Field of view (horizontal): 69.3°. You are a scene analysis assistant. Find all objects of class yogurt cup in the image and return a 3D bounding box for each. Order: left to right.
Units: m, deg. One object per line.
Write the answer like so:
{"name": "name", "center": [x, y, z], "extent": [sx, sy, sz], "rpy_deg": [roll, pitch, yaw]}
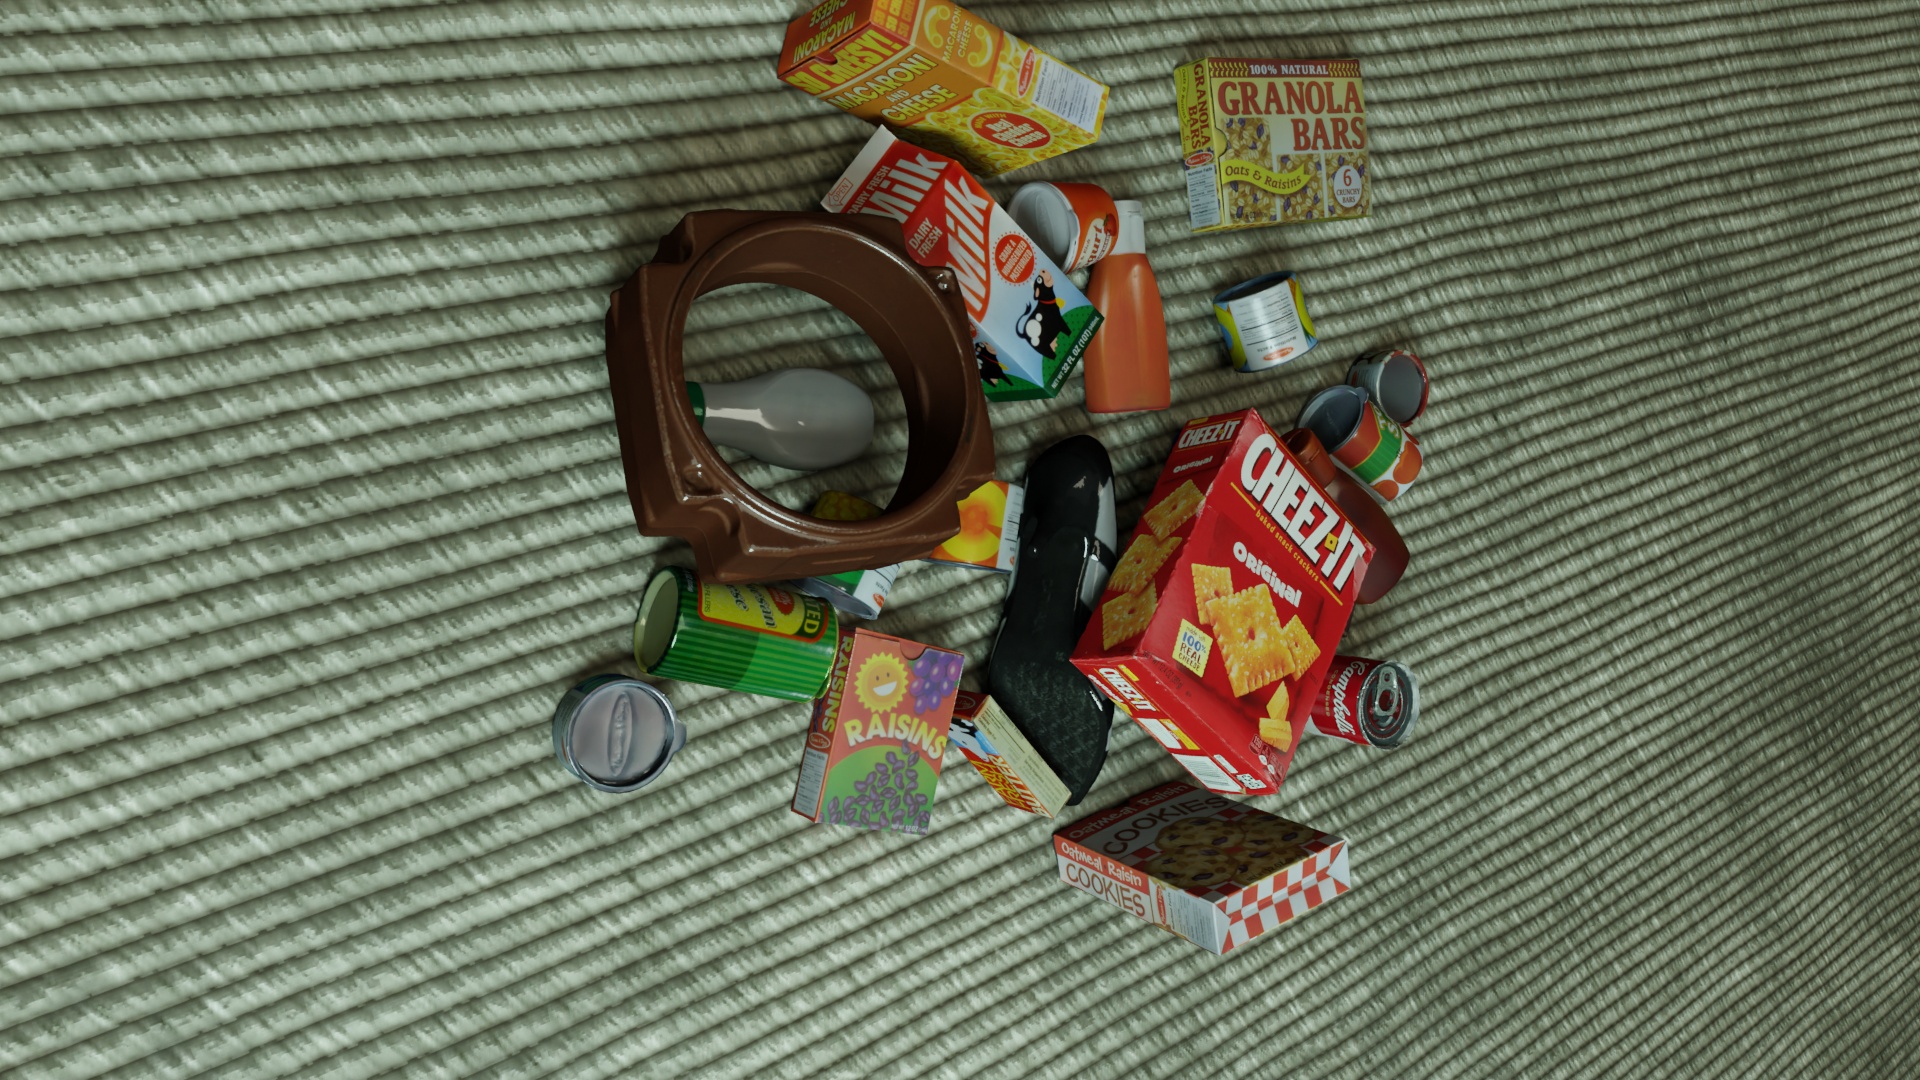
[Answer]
{"name": "yogurt cup", "center": [0.071, -0.214, 0.950], "extent": [0.054, 0.072, 0.072], "rpy_deg": [-20, 103, -39]}

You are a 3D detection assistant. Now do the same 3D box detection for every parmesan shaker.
{"name": "parmesan shaker", "center": [-0.132, 0.058, 0.824], "extent": [0.103, 0.071, 0.071], "rpy_deg": [15, 84, -32]}

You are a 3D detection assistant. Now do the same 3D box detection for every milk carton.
{"name": "milk carton", "center": [-0.004, -0.176, 0.897], "extent": [0.190, 0.073, 0.072], "rpy_deg": [42, 70, -26]}

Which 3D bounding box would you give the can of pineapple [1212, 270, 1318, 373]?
{"name": "can of pineapple", "center": [0.231, -0.166, 1.054], "extent": [0.071, 0.071, 0.057], "rpy_deg": [-31, 108, -28]}

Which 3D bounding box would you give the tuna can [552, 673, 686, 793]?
{"name": "tuna can", "center": [-0.198, 0.111, 0.807], "extent": [0.071, 0.033, 0.071], "rpy_deg": [-2, 93, -33]}

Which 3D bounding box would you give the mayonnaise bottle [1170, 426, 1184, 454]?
{"name": "mayonnaise bottle", "center": [0.226, -0.047, 1.070], "extent": [0.148, 0.041, 0.065], "rpy_deg": [24, 82, -30]}

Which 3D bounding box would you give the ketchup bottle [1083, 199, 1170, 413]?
{"name": "ketchup bottle", "center": [0.117, -0.166, 0.992], "extent": [0.065, 0.043, 0.148], "rpy_deg": [-7, 96, -33]}

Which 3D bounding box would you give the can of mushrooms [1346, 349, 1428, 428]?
{"name": "can of mushrooms", "center": [0.357, -0.126, 1.155], "extent": [0.071, 0.033, 0.071], "rpy_deg": [-1, 92, -32]}

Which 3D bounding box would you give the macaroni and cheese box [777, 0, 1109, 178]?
{"name": "macaroni and cheese box", "center": [-0.012, -0.282, 0.857], "extent": [0.166, 0.123, 0.040], "rpy_deg": [16, 83, -32]}

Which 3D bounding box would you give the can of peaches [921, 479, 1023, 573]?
{"name": "can of peaches", "center": [0.003, -0.011, 0.913], "extent": [0.071, 0.071, 0.058], "rpy_deg": [11, 87, -33]}

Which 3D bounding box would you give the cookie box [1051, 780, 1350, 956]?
{"name": "cookie box", "center": [0.163, 0.221, 0.965], "extent": [0.123, 0.167, 0.040], "rpy_deg": [-15, 103, -31]}

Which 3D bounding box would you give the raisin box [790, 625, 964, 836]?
{"name": "raisin box", "center": [-0.053, 0.123, 0.898], "extent": [0.086, 0.040, 0.123], "rpy_deg": [16, 83, -31]}

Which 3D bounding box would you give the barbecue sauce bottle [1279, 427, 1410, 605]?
{"name": "barbecue sauce bottle", "center": [0.286, -0.021, 1.058], "extent": [0.065, 0.043, 0.148], "rpy_deg": [-48, 118, -15]}

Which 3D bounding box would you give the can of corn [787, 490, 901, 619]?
{"name": "can of corn", "center": [-0.072, 0.008, 0.867], "extent": [0.071, 0.071, 0.058], "rpy_deg": [33, 74, -29]}

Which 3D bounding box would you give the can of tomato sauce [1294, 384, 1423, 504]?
{"name": "can of tomato sauce", "center": [0.320, -0.077, 1.112], "extent": [0.083, 0.071, 0.071], "rpy_deg": [31, 76, -30]}

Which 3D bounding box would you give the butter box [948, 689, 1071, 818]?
{"name": "butter box", "center": [0.027, 0.144, 0.942], "extent": [0.024, 0.053, 0.103], "rpy_deg": [-49, 116, -24]}

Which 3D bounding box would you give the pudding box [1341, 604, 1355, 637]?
{"name": "pudding box", "center": [0.279, 0.042, 1.113], "extent": [0.083, 0.030, 0.050], "rpy_deg": [25, 78, -31]}

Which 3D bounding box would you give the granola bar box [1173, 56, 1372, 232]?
{"name": "granola bar box", "center": [0.245, -0.306, 1.072], "extent": [0.166, 0.039, 0.124], "rpy_deg": [-12, 98, -32]}

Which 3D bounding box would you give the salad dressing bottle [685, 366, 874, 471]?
{"name": "salad dressing bottle", "center": [-0.127, -0.076, 0.840], "extent": [0.148, 0.044, 0.064], "rpy_deg": [1, 85, -31]}
